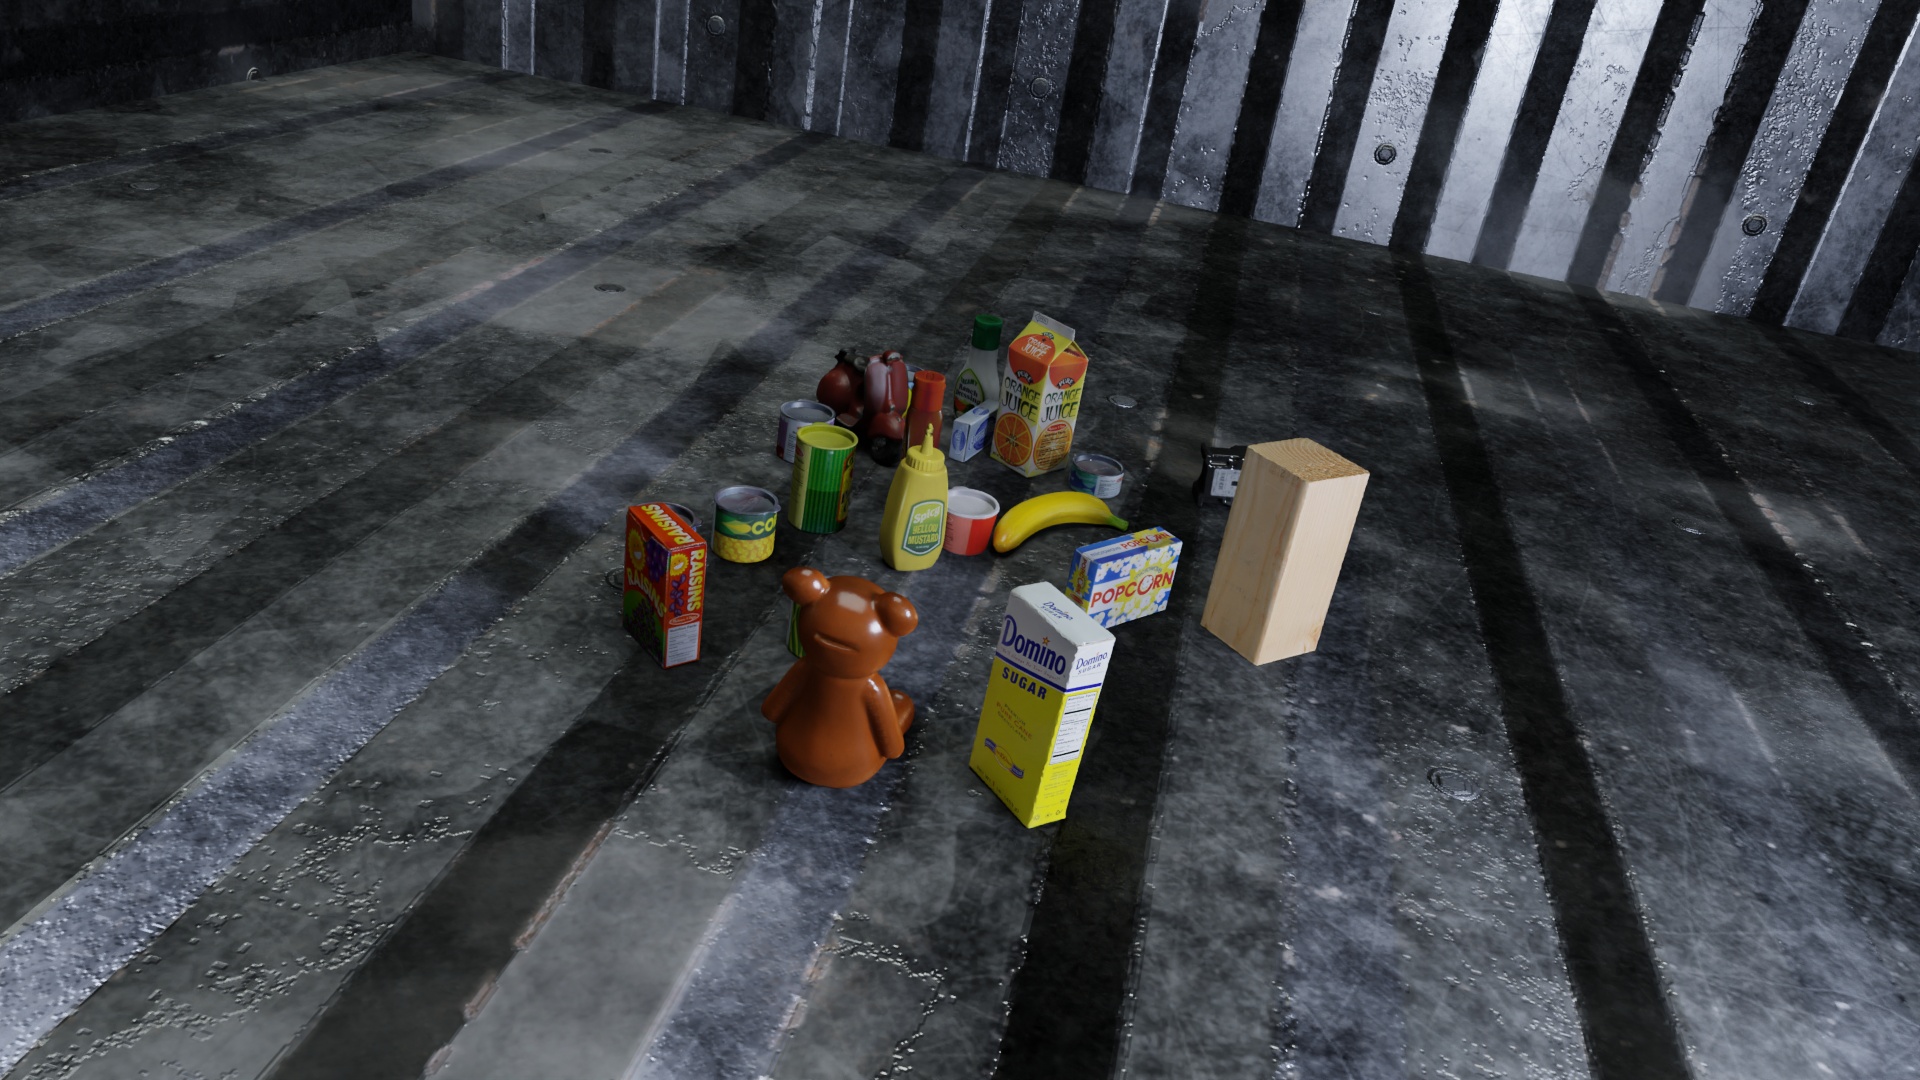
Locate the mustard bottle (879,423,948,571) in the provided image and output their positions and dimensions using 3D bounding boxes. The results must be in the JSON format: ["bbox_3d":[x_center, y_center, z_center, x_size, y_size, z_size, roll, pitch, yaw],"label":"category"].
[{"bbox_3d":[-0.044,-0.046,1.445,0.065,0.159,0.049,-8,31,-31],"label":"mustard bottle"}]

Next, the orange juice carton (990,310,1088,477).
[{"bbox_3d":[0.100,-0.183,1.726,0.073,0.191,0.072,-15,35,-40],"label":"orange juice carton"}]

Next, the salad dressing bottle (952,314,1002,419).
[{"bbox_3d":[0.026,-0.222,1.828,0.064,0.147,0.044,30,33,35],"label":"salad dressing bottle"}]

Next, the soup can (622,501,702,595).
[{"bbox_3d":[-0.286,0.015,1.330,0.071,0.083,0.071,8,27,-4],"label":"soup can"}]

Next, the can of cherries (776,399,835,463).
[{"bbox_3d":[-0.187,-0.131,1.677,0.071,0.058,0.072,8,27,-4],"label":"can of cherries"}]

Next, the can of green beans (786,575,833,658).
[{"bbox_3d":[-0.128,0.074,1.296,0.071,0.057,0.071,8,27,-4],"label":"can of green beans"}]

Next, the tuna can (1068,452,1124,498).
[{"bbox_3d":[0.167,-0.081,1.725,0.071,0.032,0.071,8,27,-4],"label":"tuna can"}]

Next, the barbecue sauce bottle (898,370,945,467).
[{"bbox_3d":[-0.045,-0.121,1.605,0.044,0.147,0.065,8,26,-4],"label":"barbecue sauce bottle"}]

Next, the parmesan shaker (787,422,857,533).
[{"bbox_3d":[-0.151,-0.068,1.517,0.071,0.102,0.071,8,26,-4],"label":"parmesan shaker"}]

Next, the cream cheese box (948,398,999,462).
[{"bbox_3d":[0.021,-0.141,1.771,0.024,0.053,0.104,20,28,20],"label":"cream cheese box"}]

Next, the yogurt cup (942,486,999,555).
[{"bbox_3d":[0.005,-0.019,1.526,0.072,0.053,0.073,8,27,-4],"label":"yogurt cup"}]

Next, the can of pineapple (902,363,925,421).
[{"bbox_3d":[-0.077,-0.197,1.843,0.071,0.057,0.071,8,27,-4],"label":"can of pineapple"}]

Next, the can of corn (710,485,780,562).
[{"bbox_3d":[-0.222,-0.016,1.440,0.071,0.058,0.071,8,27,-4],"label":"can of corn"}]

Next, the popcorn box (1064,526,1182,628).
[{"bbox_3d":[0.165,0.040,1.428,0.127,0.084,0.038,-13,34,-38],"label":"popcorn box"}]

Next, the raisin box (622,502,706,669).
[{"bbox_3d":[-0.267,0.039,1.244,0.040,0.122,0.086,-11,33,-36],"label":"raisin box"}]
